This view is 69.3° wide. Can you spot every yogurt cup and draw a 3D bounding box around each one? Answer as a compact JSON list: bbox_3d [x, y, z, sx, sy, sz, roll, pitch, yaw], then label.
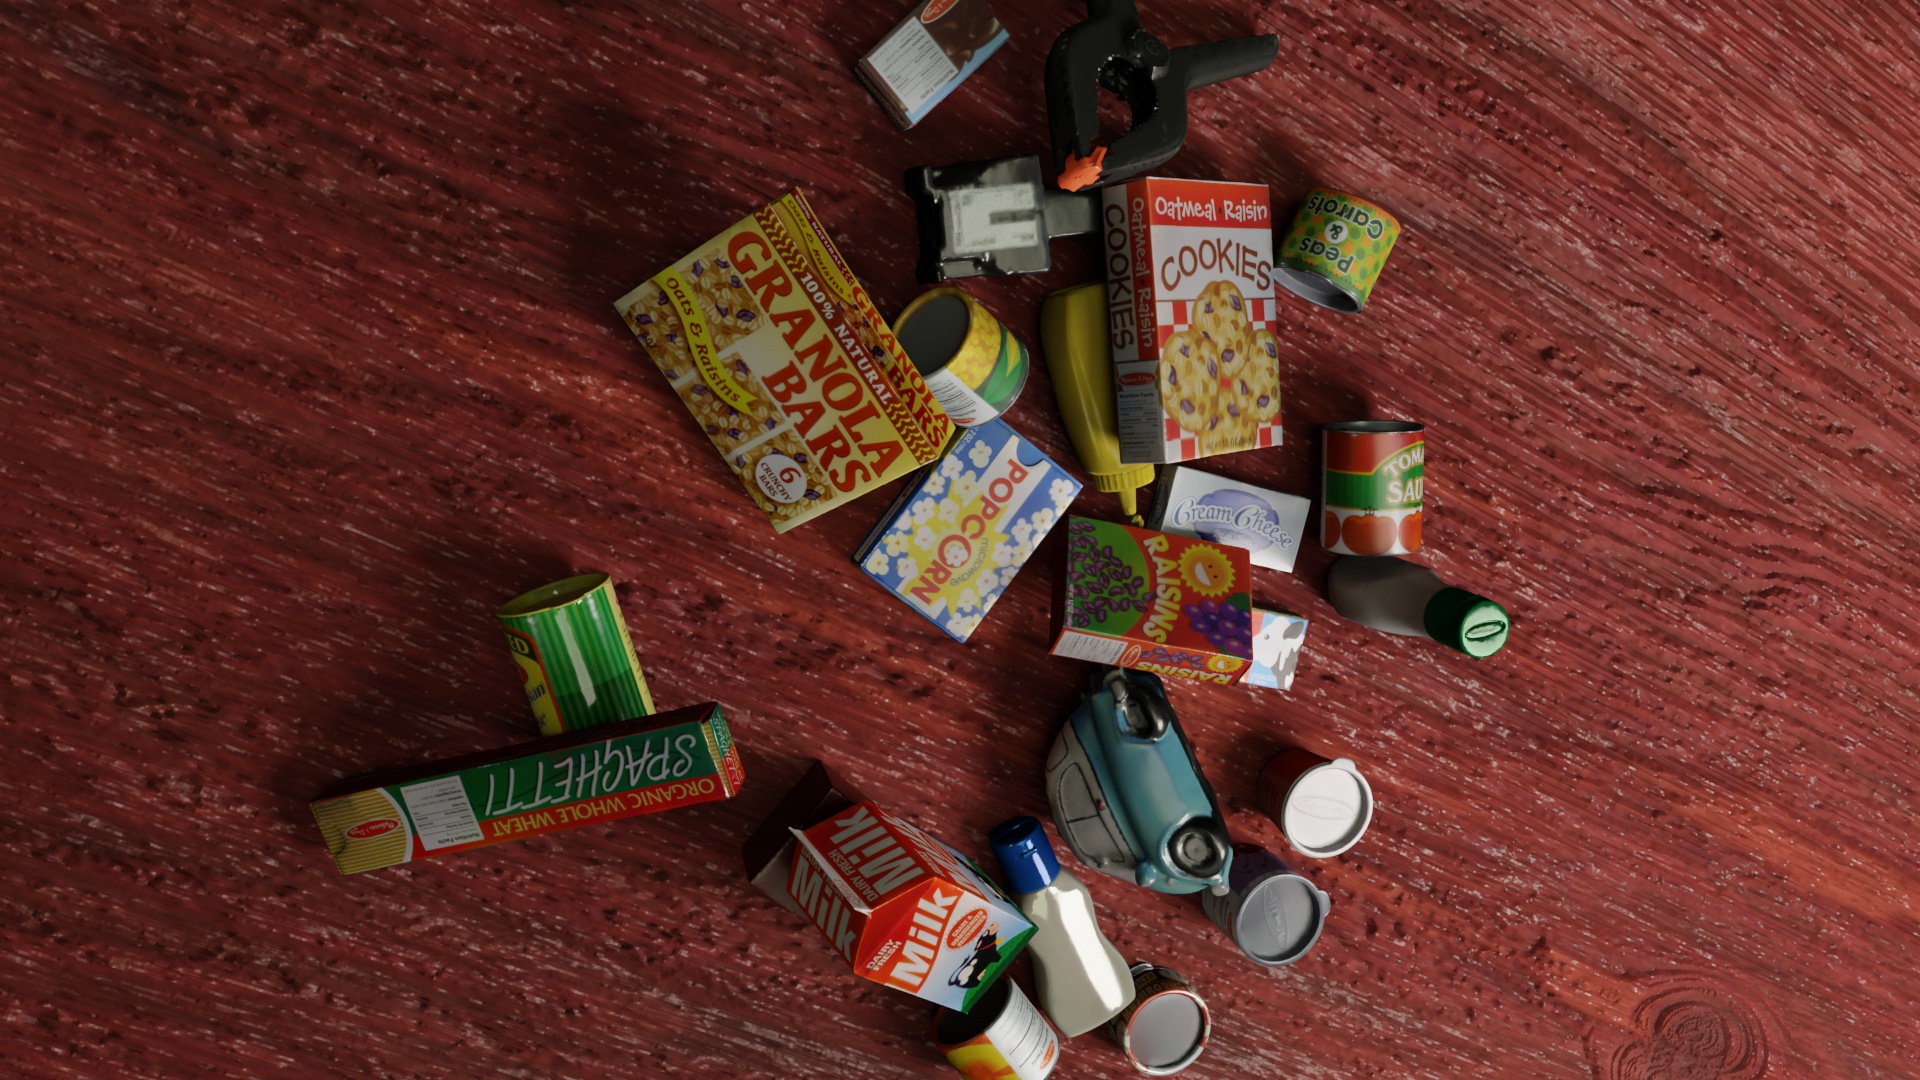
[{"bbox_3d":[0.241,0.178,0.960,0.072,0.054,0.072,-3,100,-15],"label":"yogurt cup"}]

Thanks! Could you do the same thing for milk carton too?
[{"bbox_3d":[-0.034,0.218,0.831,0.073,0.072,0.190,-49,142,-3],"label":"milk carton"}]

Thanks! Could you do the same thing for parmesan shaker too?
[{"bbox_3d":[-0.219,0.078,0.804,0.071,0.071,0.103,-18,104,-12],"label":"parmesan shaker"}]

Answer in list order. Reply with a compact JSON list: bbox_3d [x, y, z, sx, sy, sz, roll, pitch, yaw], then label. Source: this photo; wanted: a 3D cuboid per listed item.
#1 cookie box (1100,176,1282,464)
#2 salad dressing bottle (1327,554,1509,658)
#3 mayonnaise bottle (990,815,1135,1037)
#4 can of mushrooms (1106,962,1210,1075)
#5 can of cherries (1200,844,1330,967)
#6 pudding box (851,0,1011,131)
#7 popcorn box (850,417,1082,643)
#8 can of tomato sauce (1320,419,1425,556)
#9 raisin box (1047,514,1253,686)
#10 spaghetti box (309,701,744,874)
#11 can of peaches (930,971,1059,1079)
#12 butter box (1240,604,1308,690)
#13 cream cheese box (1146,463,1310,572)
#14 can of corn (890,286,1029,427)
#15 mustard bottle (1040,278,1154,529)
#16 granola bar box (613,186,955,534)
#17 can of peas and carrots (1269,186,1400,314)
[{"bbox_3d":[0.144,-0.136,0.856,0.123,0.040,0.167,-10,98,-43],"label":"cookie box"},{"bbox_3d":[0.295,0.041,0.904,0.064,0.148,0.044,-12,103,-13],"label":"salad dressing bottle"},{"bbox_3d":[0.064,0.256,0.931,0.065,0.041,0.147,-27,104,-13],"label":"mayonnaise bottle"},{"bbox_3d":[0.137,0.333,0.968,0.071,0.033,0.071,-3,100,-15],"label":"can of mushrooms"},{"bbox_3d":[0.210,0.251,0.962,0.071,0.058,0.071,-2,99,-15],"label":"can of cherries"},{"bbox_3d":[-0.017,-0.289,0.823,0.084,0.030,0.049,-44,106,-5],"label":"pudding box"},{"bbox_3d":[0.003,-0.011,0.870,0.085,0.038,0.127,38,88,-17],"label":"popcorn box"},{"bbox_3d":[0.276,-0.036,0.927,0.071,0.071,0.083,-5,101,-15],"label":"can of tomato sauce"},{"bbox_3d":[0.121,0.039,0.880,0.123,0.039,0.086,10,56,-8],"label":"raisin box"},{"bbox_3d":[-0.243,0.140,0.777,0.250,0.029,0.050,-13,105,12],"label":"spaghetti box"},{"bbox_3d":[0.021,0.329,0.918,0.071,0.071,0.058,-37,107,-7],"label":"can of peaches"},{"bbox_3d":[0.180,0.067,0.940,0.103,0.024,0.053,11,95,-18],"label":"butter box"},{"bbox_3d":[0.178,-0.015,0.926,0.104,0.024,0.053,12,94,-18],"label":"cream cheese box"},{"bbox_3d":[-0.002,-0.112,0.828,0.058,0.071,0.071,34,89,-46],"label":"can of corn"},{"bbox_3d":[0.094,-0.083,0.878,0.065,0.049,0.159,-17,104,-22],"label":"mustard bottle"},{"bbox_3d":[-0.099,-0.099,0.793,0.124,0.039,0.165,-24,109,29],"label":"granola bar box"},{"bbox_3d":[0.239,-0.187,0.891,0.071,0.071,0.058,26,91,-18],"label":"can of peas and carrots"}]
